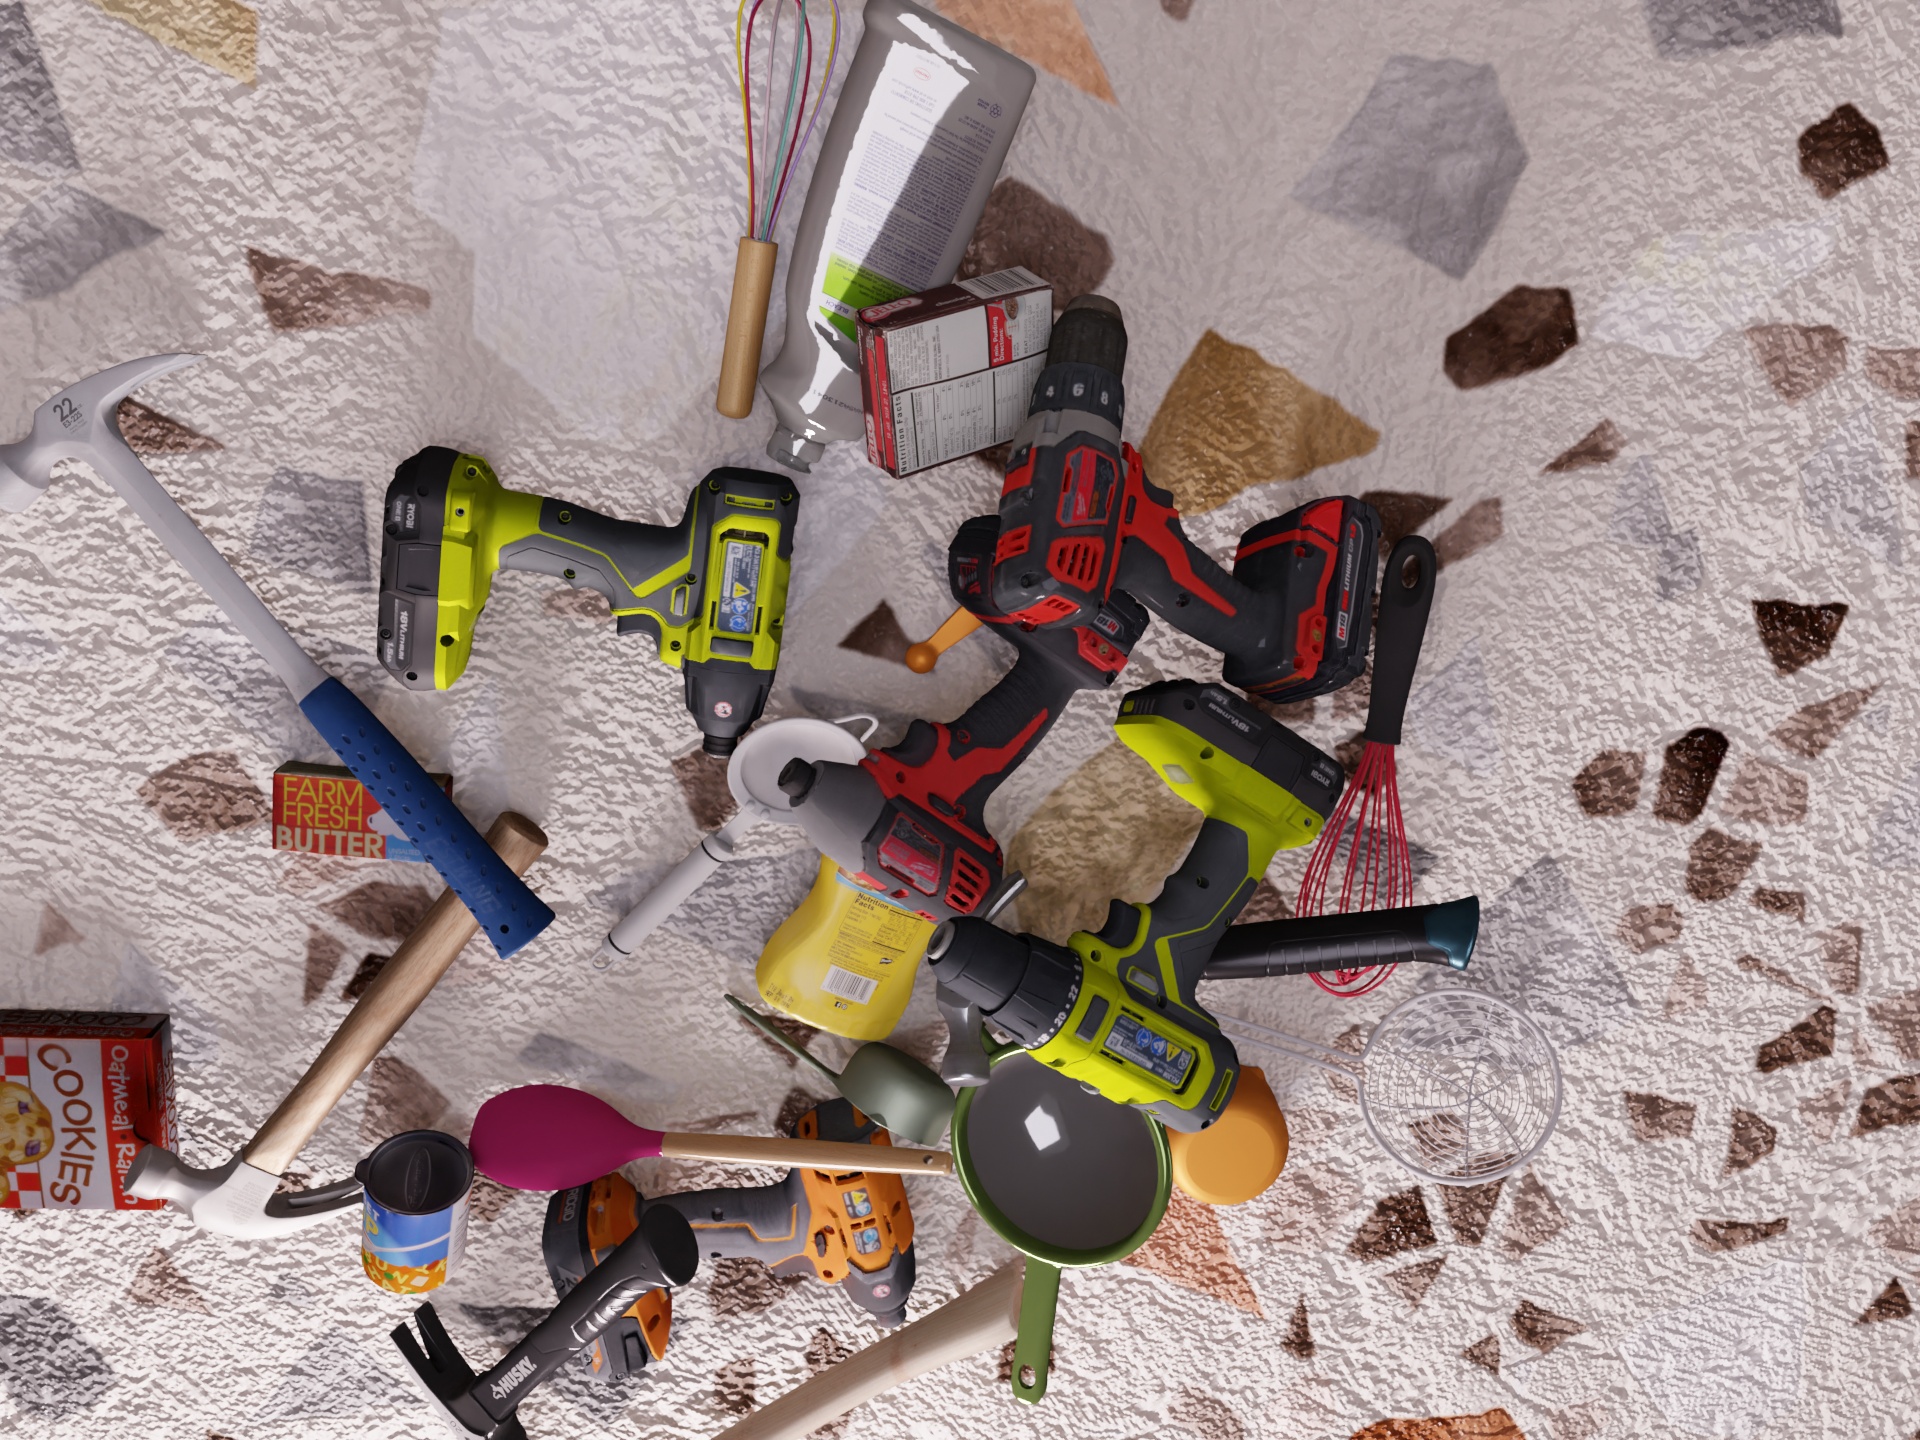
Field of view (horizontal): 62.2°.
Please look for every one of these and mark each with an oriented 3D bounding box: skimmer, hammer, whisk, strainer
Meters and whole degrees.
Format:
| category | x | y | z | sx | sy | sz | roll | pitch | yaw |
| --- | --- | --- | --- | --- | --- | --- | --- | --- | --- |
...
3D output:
| category | x | y | z | sx | sy | sz | roll | pitch | yaw |
| --- | --- | --- | --- | --- | --- | --- | --- | --- | --- |
| skimmer | 0.198 | 0.197 | 1.019 | 0.363 | 0.090 | 0.127 | 18 | 72 | -6 |
| hammer | -0.251 | 0.376 | 0.981 | 0.146 | 0.035 | 0.334 | 46 | 128 | 5 |
| whisk | 0.261 | 0.032 | 0.994 | 0.073 | 0.073 | 0.296 | 6 | 99 | -6 |
| whisk | -0.112 | -0.290 | 0.885 | 0.047 | 0.051 | 0.245 | -4 | 116 | -38 |
| hammer | -0.138 | 0.480 | 1.081 | 0.410 | 0.146 | 0.038 | -28 | 107 | -6 |
| hammer | -0.378 | -0.029 | 0.923 | 0.144 | 0.035 | 0.405 | -38 | 99 | 7 |
| hammer | 0.147 | 0.145 | 0.970 | 0.331 | 0.033 | 0.128 | -7 | 68 | 11 |
| strainer | -0.146 | 0.071 | 0.986 | 0.258 | 0.050 | 0.086 | -44 | 124 | 14 |
| hammer | -0.369 | 0.193 | 0.999 | 0.130 | 0.031 | 0.331 | 36 | 96 | -31 |
| strainer | 0.068 | 0.320 | 1.040 | 0.151 | 0.069 | 0.256 | 12 | 104 | 24 |

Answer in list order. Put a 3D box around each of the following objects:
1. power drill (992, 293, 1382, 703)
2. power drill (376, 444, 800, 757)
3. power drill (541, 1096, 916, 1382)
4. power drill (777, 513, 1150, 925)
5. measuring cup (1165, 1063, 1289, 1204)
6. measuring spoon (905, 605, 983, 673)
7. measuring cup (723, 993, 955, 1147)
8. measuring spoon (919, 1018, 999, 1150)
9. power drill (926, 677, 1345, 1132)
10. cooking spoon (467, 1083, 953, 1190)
| category | x | y | z | sx | sy | sz | roll | pitch | yaw |
| --- | --- | --- | --- | --- | --- | --- | --- | --- | --- |
| power drill | 0.126 | -0.119 | 0.890 | 0.226 | 0.080 | 0.188 | 19 | 71 | -27 |
| power drill | -0.214 | -0.070 | 0.924 | 0.223 | 0.080 | 0.171 | 7 | 107 | -9 |
| power drill | -0.142 | 0.353 | 1.047 | 0.226 | 0.084 | 0.164 | -15 | 107 | -3 |
| power drill | -0.001 | -0.003 | 0.914 | 0.143 | 0.079 | 0.220 | 34 | 83 | -24 |
| measuring cup | 0.142 | 0.253 | 1.049 | 0.173 | 0.052 | 0.095 | 38 | 100 | -14 |
| measuring spoon | 0.013 | -0.068 | 0.970 | 0.117 | 0.011 | 0.021 | -40 | 105 | 7 |
| measuring cup | -0.076 | 0.211 | 1.020 | 0.167 | 0.083 | 0.038 | 33 | 88 | 8 |
| measuring spoon | -0.002 | 0.236 | 1.053 | 0.034 | 0.018 | 0.124 | 18 | 104 | -9 |
| power drill | 0.102 | 0.094 | 0.896 | 0.190 | 0.080 | 0.228 | 32 | 78 | -18 |
| cooking spoon | -0.162 | 0.268 | 1.003 | 0.319 | 0.069 | 0.017 | 1 | 150 | 11 |
